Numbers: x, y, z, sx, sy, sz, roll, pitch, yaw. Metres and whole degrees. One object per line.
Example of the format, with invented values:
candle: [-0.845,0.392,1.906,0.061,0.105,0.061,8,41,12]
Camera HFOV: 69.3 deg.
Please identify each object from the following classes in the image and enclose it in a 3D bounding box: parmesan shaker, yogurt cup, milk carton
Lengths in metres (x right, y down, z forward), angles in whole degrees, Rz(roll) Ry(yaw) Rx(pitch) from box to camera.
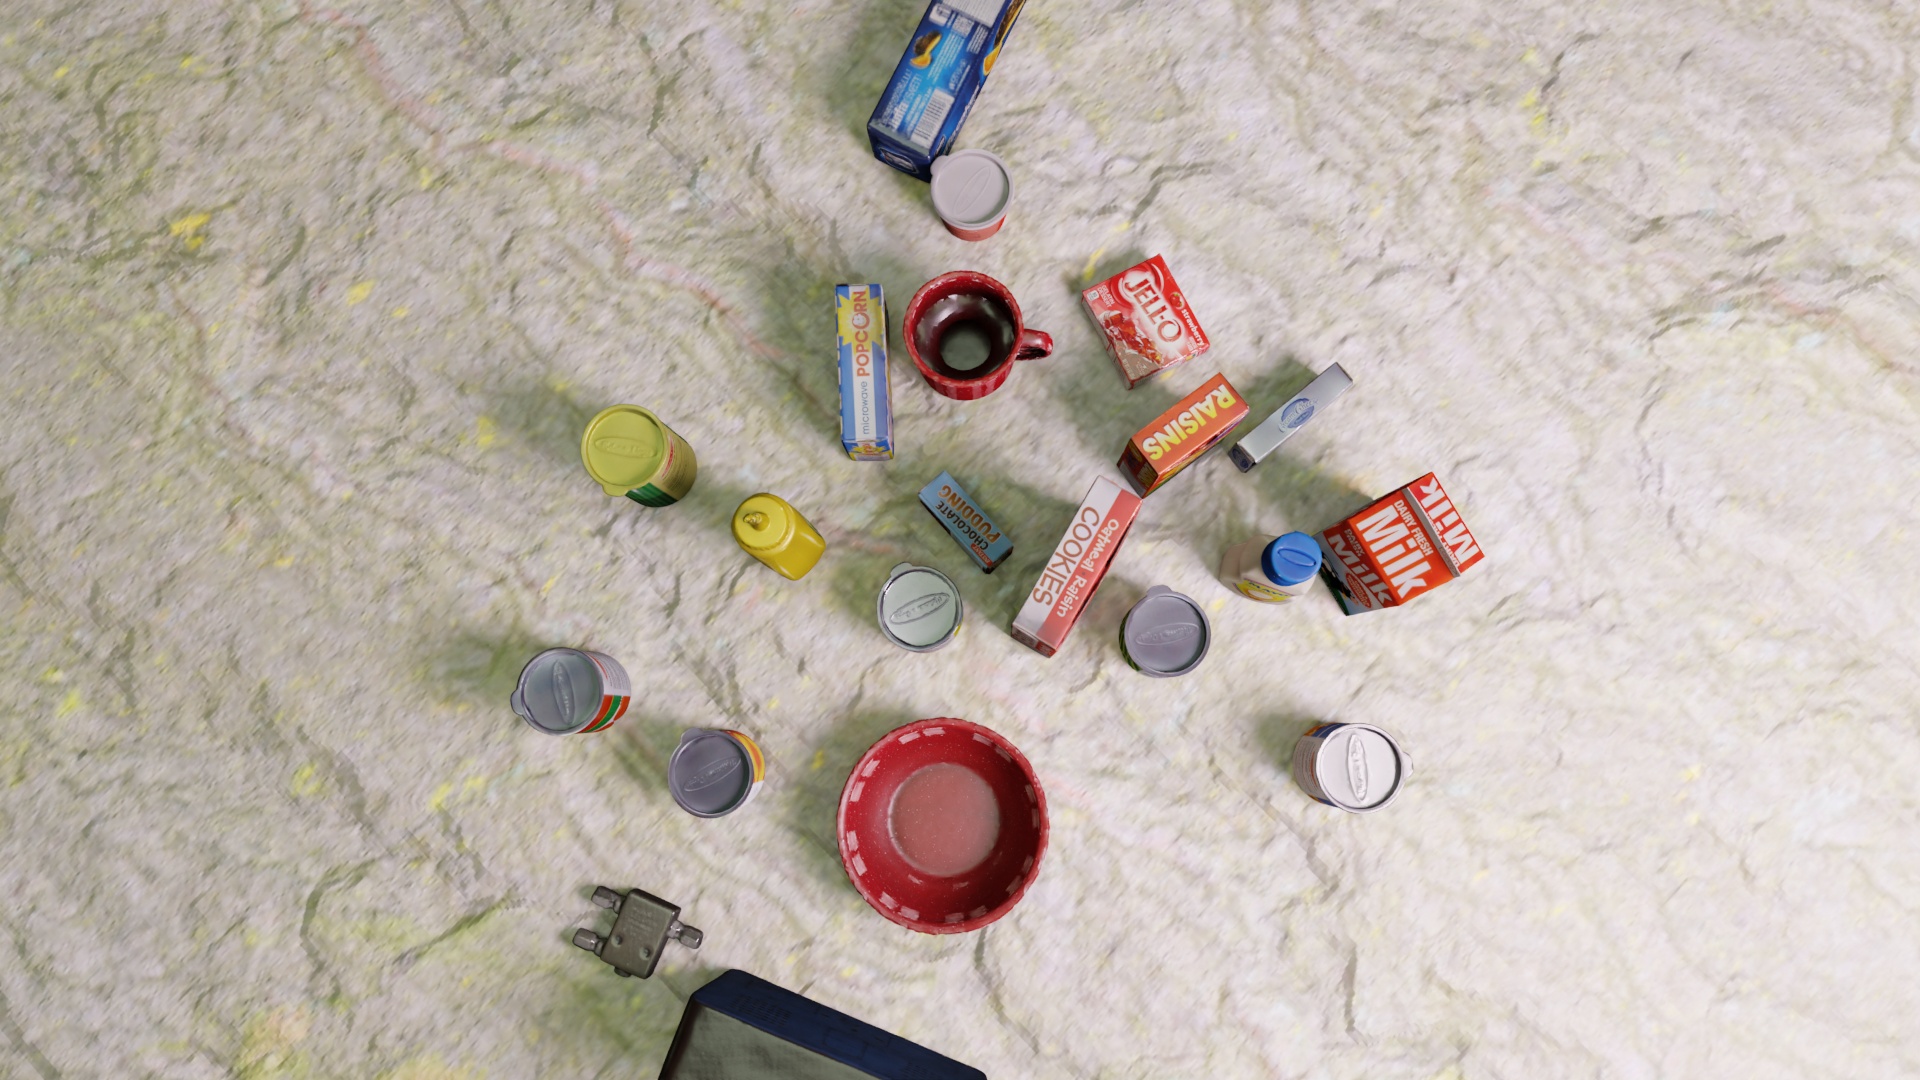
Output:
parmesan shaker: [-0.251,-0.062,1.088,0.071,0.103,0.071,0,83,1]
yogurt cup: [0.010,-0.279,1.135,0.072,0.054,0.072,0,83,1]
milk carton: [0.320,0.004,1.023,0.073,0.190,0.072,-30,83,-2]

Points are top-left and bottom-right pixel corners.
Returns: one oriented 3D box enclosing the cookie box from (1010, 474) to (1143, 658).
cookie box: [0.084,0.025,1.037,0.040,0.167,0.123,30,85,5]

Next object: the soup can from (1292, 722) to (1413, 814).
soup can: [0.296,0.171,1.055,0.071,0.083,0.071,0,83,1]

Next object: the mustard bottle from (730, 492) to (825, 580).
mustard bottle: [-0.141,-0.007,1.050,0.065,0.160,0.049,39,86,5]

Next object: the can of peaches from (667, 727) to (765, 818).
can of peaches: [-0.189,0.178,1.078,0.071,0.058,0.071,0,83,1]

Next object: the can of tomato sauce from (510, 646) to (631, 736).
can of tomato sauce: [-0.299,0.118,1.076,0.071,0.083,0.071,0,83,1]

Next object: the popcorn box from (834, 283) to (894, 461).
popcorn box: [-0.075,-0.132,1.102,0.038,0.085,0.127,-3,83,1]

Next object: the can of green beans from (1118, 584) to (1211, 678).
can of green beans: [0.158,0.074,1.084,0.071,0.058,0.071,0,83,1]

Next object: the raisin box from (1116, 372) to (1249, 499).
raisin box: [0.169,-0.078,1.071,0.086,0.123,0.040,-36,84,-3]

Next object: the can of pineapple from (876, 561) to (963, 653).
can of pineapple: [-0.031,0.053,1.091,0.071,0.058,0.071,0,83,1]

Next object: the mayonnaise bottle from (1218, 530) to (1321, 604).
mayonnaise bottle: [0.236,0.020,1.044,0.065,0.148,0.041,19,84,4]

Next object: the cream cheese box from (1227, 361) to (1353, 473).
cream cheese box: [0.262,-0.097,1.106,0.104,0.053,0.024,-39,84,-4]

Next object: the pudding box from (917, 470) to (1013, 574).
pudding box: [0.004,-0.014,1.103,0.030,0.049,0.084,-42,84,-4]
